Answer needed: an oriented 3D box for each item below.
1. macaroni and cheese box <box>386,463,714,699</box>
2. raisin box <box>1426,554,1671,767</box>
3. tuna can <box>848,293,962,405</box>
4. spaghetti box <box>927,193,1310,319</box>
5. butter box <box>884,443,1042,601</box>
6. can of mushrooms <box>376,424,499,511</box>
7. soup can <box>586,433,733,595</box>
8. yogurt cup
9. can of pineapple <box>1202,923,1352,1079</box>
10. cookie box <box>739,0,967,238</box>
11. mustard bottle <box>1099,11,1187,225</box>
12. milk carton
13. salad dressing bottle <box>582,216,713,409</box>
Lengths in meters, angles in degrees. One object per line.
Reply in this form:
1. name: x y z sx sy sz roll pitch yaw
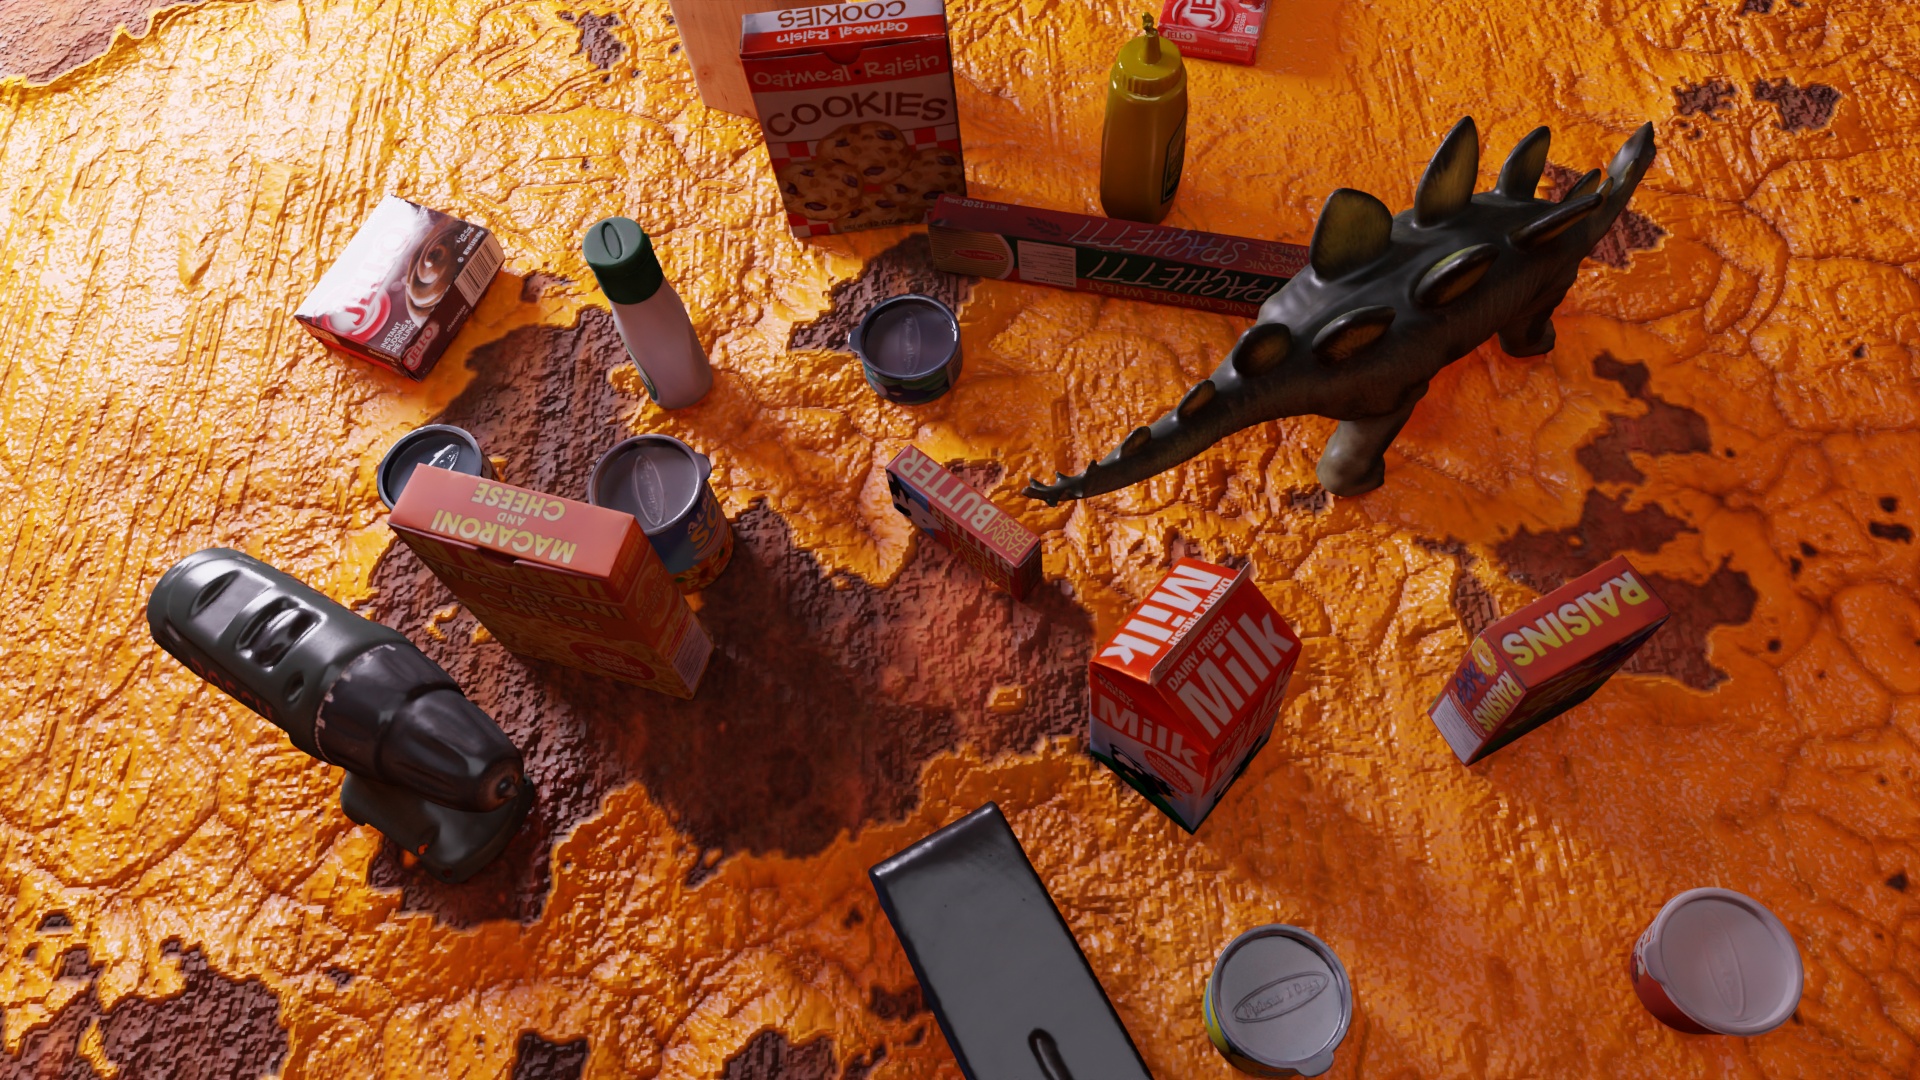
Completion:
1. macaroni and cheese box: -0.214 0.027 0.751 0.124 0.165 0.040 13 65 11
2. raisin box: 0.297 0.065 0.713 0.086 0.123 0.040 -26 64 -8
3. tuna can: -0.034 -0.121 0.886 0.071 0.032 0.071 -2 63 4
4. spaghetti box: 0.104 -0.181 0.895 0.250 0.050 0.029 11 65 10
5. butter box: 0.003 -0.010 0.815 0.103 0.053 0.024 37 72 20
6. can of mushrooms: -0.323 -0.035 0.866 0.071 0.033 0.071 -2 63 4
7. soup can: -0.171 -0.014 0.814 0.071 0.083 0.071 -2 63 4
8. yogurt cup: 0.362 0.208 0.673 0.072 0.053 0.072 -2 63 4
9. can of pineapple: 0.153 0.228 0.678 0.071 0.057 0.071 -2 63 4
10. cookie box: -0.062 -0.265 0.886 0.123 0.166 0.040 -6 63 2
11. mustard bottle: 0.117 -0.266 0.876 0.049 0.159 0.065 18 67 14
12. milk carton: 0.113 0.074 0.686 0.073 0.189 0.072 37 72 20
13. salad dressing bottle: -0.189 -0.136 0.842 0.044 0.147 0.064 -21 64 -5
